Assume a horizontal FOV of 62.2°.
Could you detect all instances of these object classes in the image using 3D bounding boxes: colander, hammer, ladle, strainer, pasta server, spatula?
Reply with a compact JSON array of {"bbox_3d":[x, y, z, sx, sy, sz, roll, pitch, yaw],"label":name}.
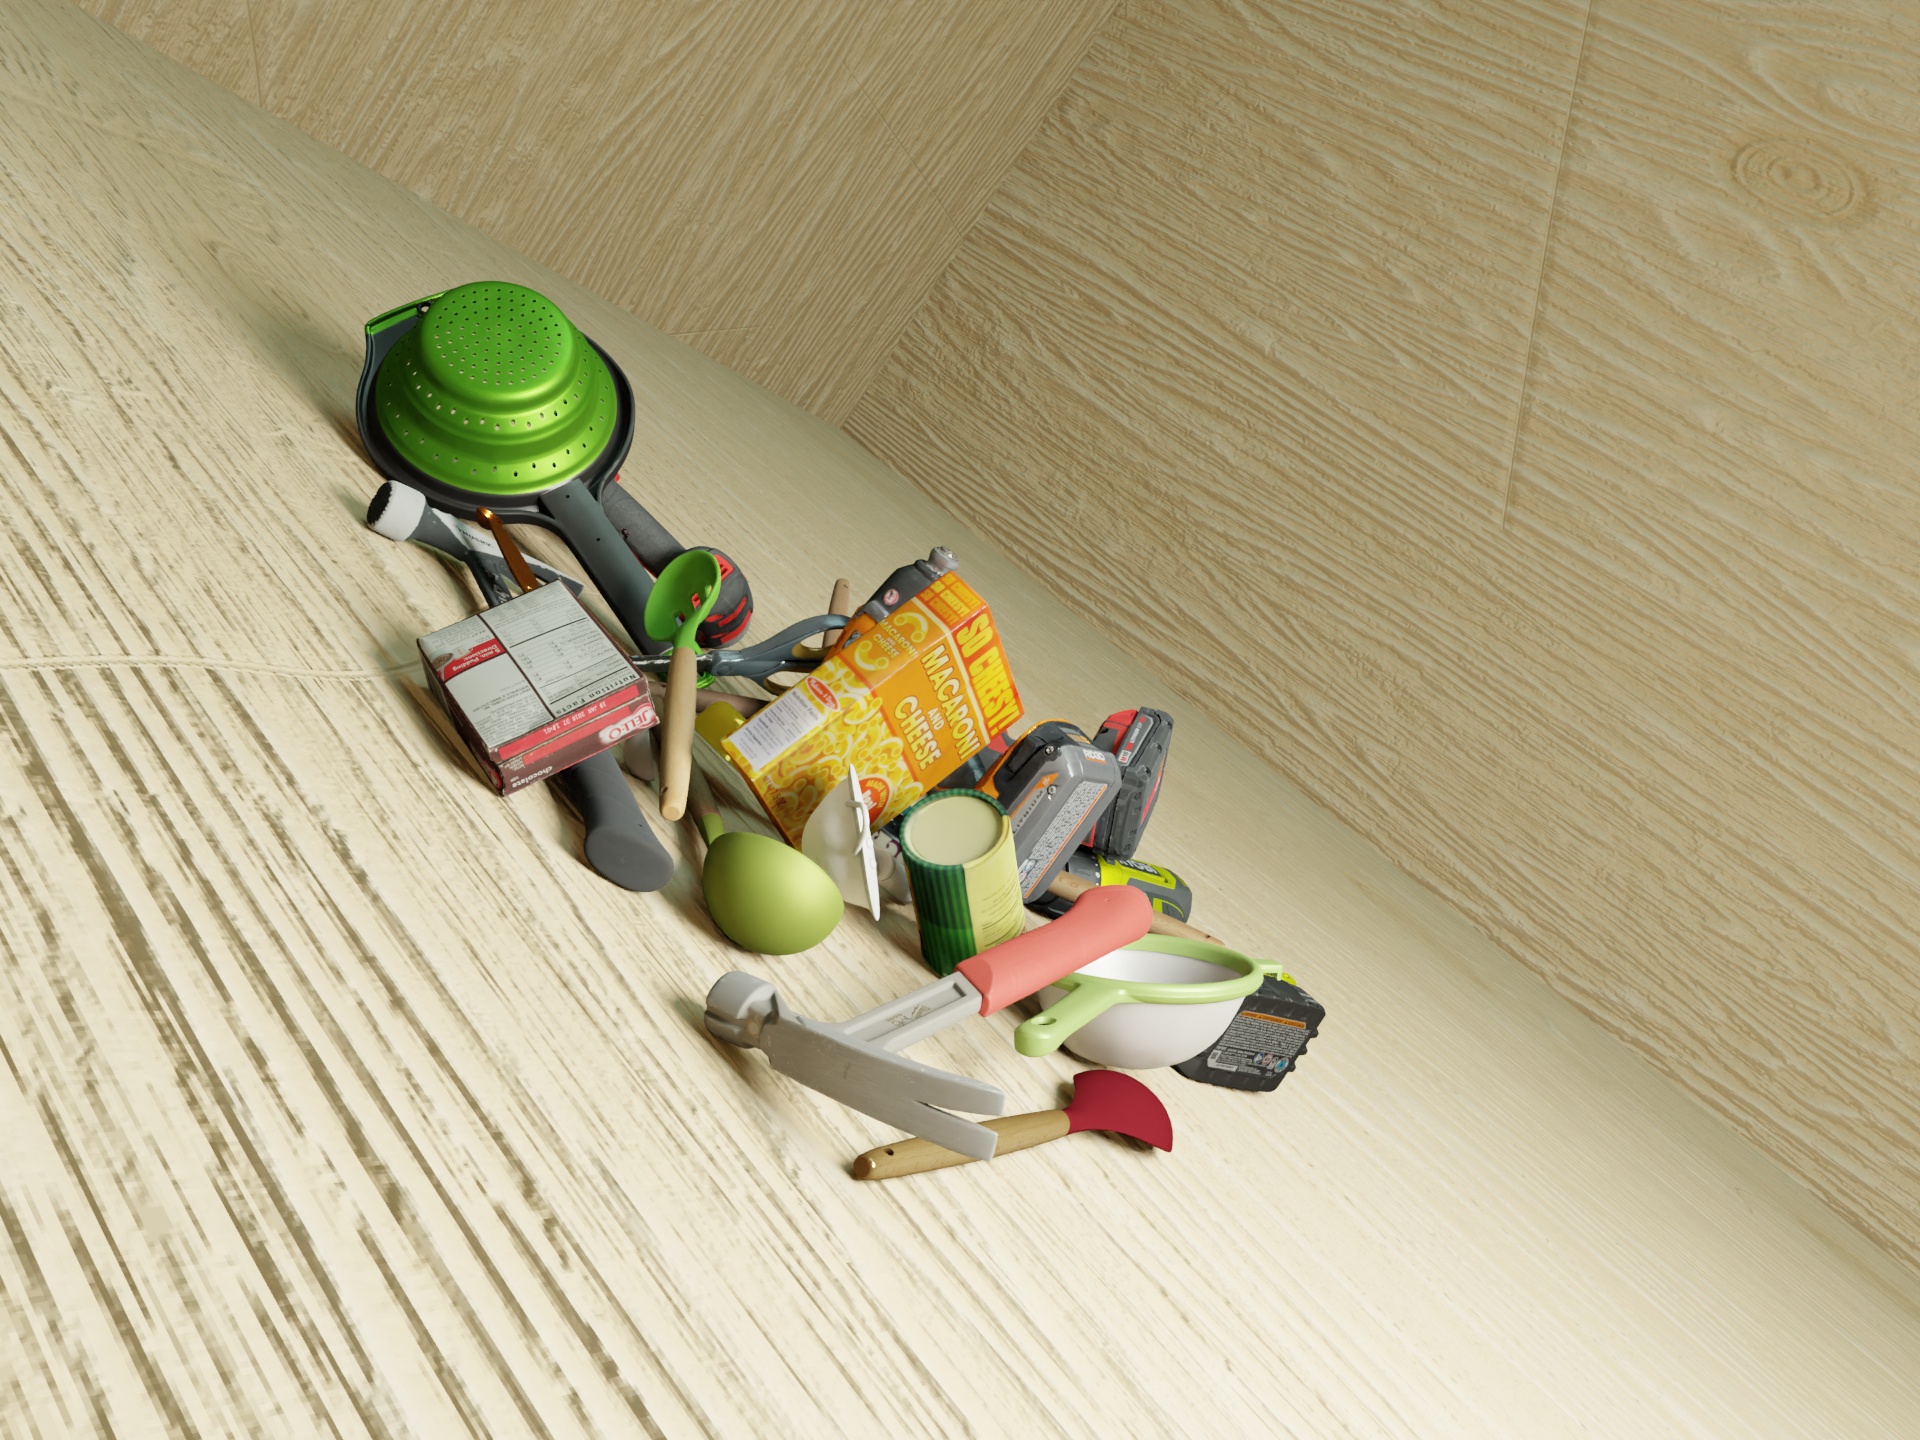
[{"bbox_3d":[-0.294,-0.191,1.156,0.397,0.204,0.094,53,-28,14],"label":"colander"},{"bbox_3d":[-0.247,-0.024,0.945,0.149,0.036,0.409,27,14,-40],"label":"hammer"},{"bbox_3d":[0.031,0.136,0.830,0.149,0.036,0.359,17,12,26],"label":"hammer"},{"bbox_3d":[-0.141,0.042,0.925,0.078,0.062,0.320,53,-3,-30],"label":"ladle"},{"bbox_3d":[-0.052,0.085,0.934,0.258,0.050,0.087,59,21,-73],"label":"strainer"},{"bbox_3d":[0.088,0.183,0.942,0.151,0.069,0.256,5,6,25],"label":"strainer"},{"bbox_3d":[-0.129,0.004,1.205,0.060,0.040,0.316,42,17,32],"label":"pasta server"},{"bbox_3d":[0.038,0.092,1.118,0.317,0.044,0.082,22,26,14],"label":"spatula"},{"bbox_3d":[-0.101,-0.028,1.231,0.059,0.018,0.316,32,28,-20],"label":"spatula"},{"bbox_3d":[0.036,0.209,0.815,0.069,0.031,0.315,35,11,29],"label":"ladle"}]

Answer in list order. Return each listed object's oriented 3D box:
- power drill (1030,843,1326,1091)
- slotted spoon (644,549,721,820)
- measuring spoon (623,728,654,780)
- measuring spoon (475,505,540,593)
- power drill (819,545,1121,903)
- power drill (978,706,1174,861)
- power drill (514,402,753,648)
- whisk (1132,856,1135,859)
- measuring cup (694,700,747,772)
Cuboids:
[{"bbox_3d":[0.140,0.167,1.176,0.190,0.080,0.229,19,16,-41],"label":"power drill"},{"bbox_3d":[-0.174,-0.026,0.987,0.031,0.070,0.314,44,15,-26],"label":"slotted spoon"},{"bbox_3d":[-0.201,0.008,0.984,0.018,0.034,0.124,-7,17,-12],"label":"measuring spoon"},{"bbox_3d":[-0.294,-0.106,1.033,0.021,0.011,0.117,30,15,-47],"label":"measuring spoon"},{"bbox_3d":[-0.002,-0.003,1.067,0.227,0.164,0.084,43,17,31],"label":"power drill"},{"bbox_3d":[0.047,0.012,1.248,0.227,0.080,0.188,15,32,12],"label":"power drill"},{"bbox_3d":[-0.256,-0.143,1.279,0.220,0.078,0.143,41,-11,7],"label":"power drill"},{"bbox_3d":[0.129,0.092,1.393,0.246,0.059,0.058,58,25,-64],"label":"whisk"},{"bbox_3d":[-0.106,0.045,1.016,0.156,0.029,0.062,43,-5,-15],"label":"measuring cup"}]
